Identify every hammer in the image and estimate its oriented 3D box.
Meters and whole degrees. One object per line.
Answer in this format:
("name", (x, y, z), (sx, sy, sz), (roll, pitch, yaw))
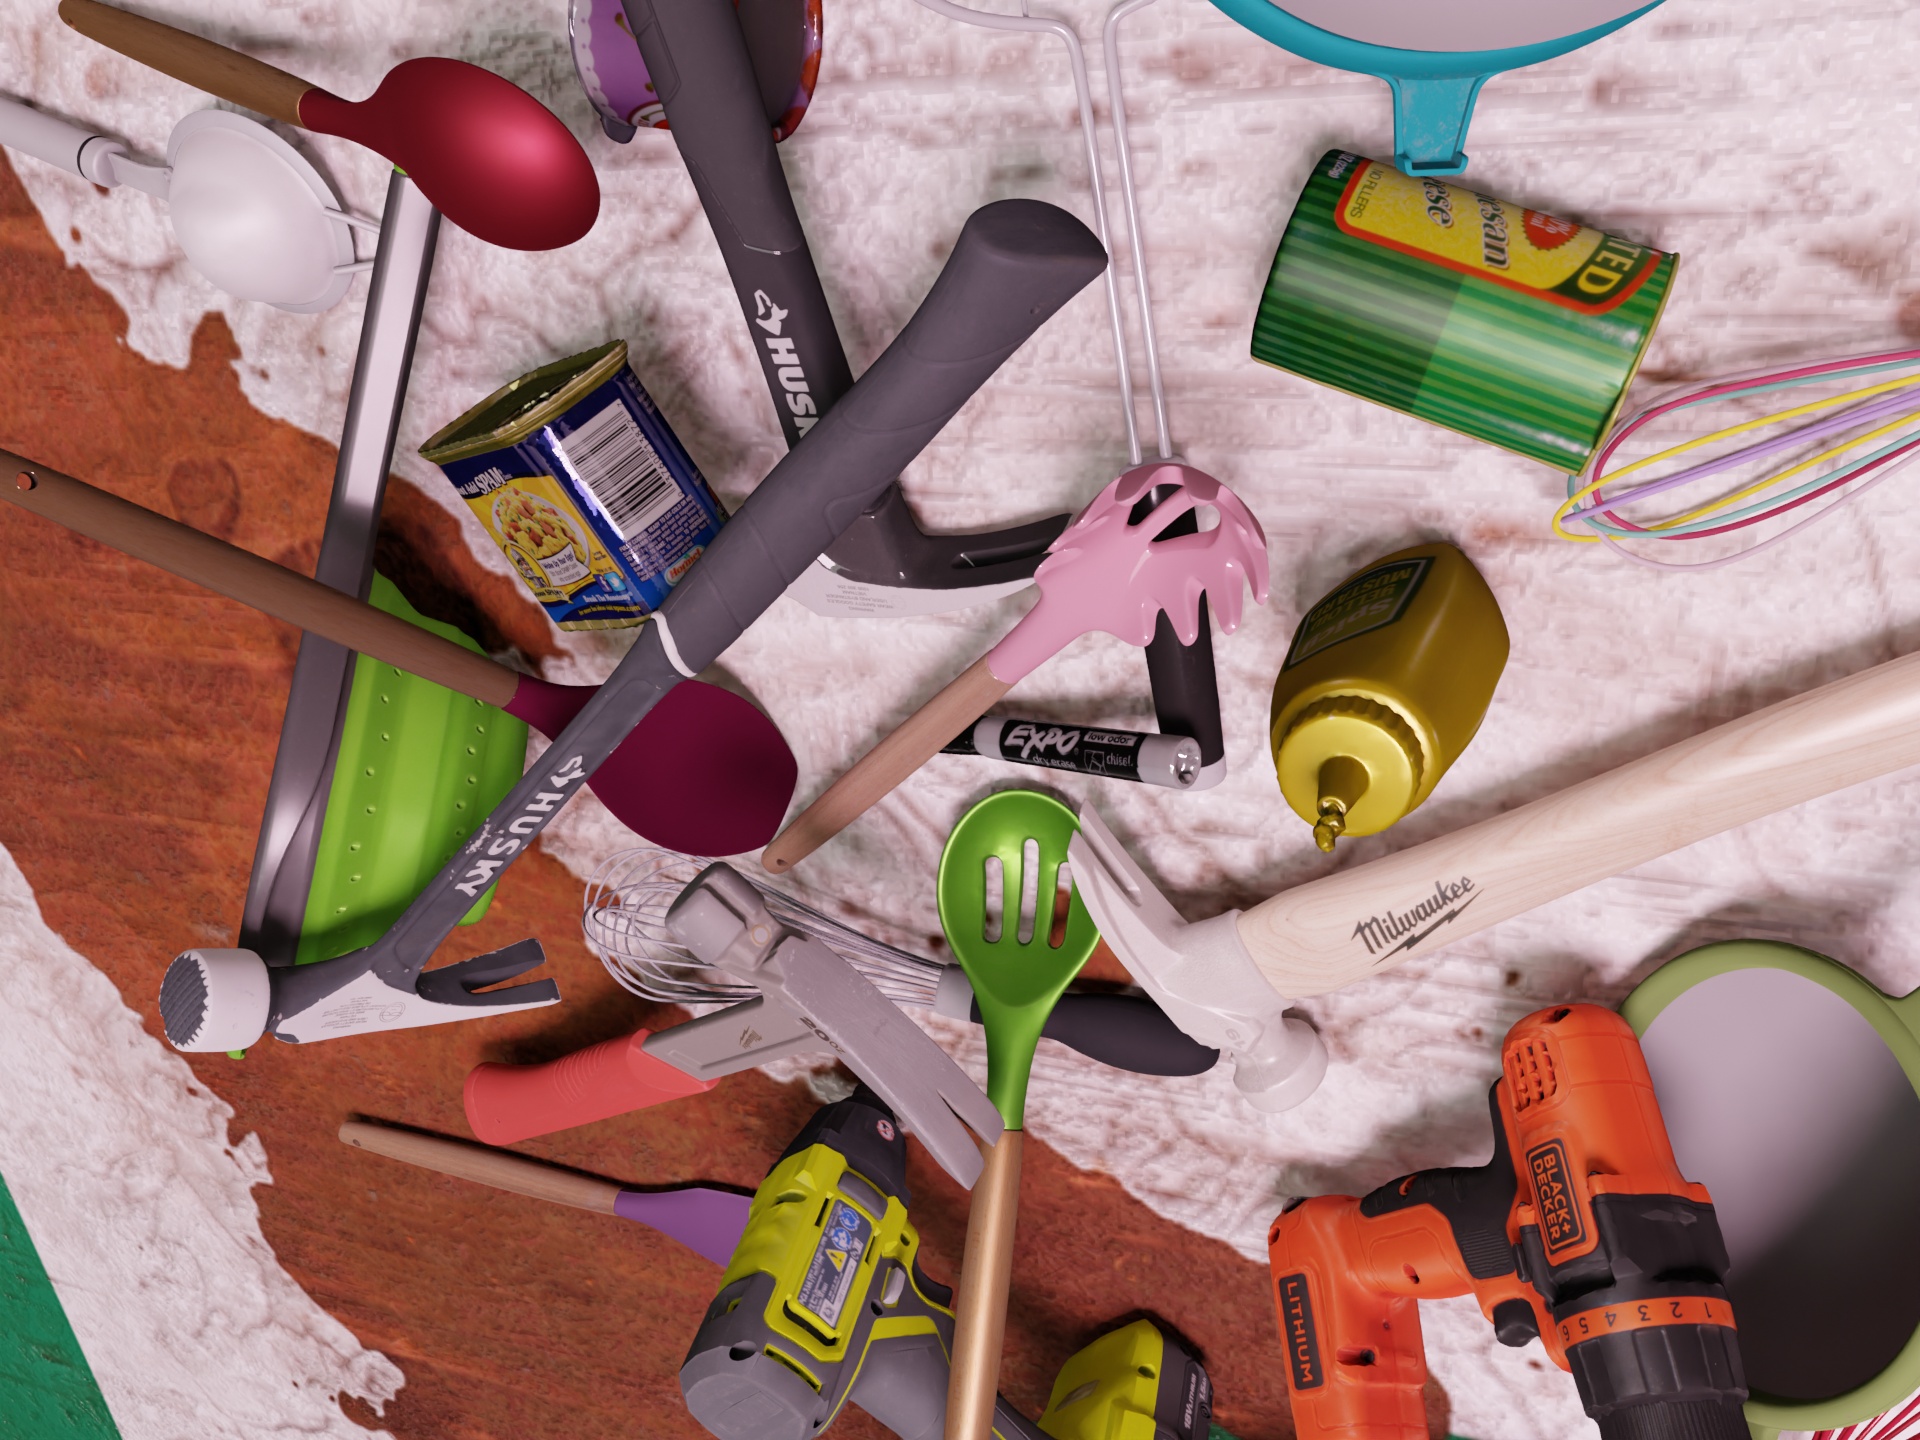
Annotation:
("hammer", (-0.062, -0.162, 0.490), (0.146, 0.035, 0.334), (7, 138, 24))
("hammer", (0.229, 0.017, 0.507), (0.410, 0.038, 0.146), (-27, 114, 31))
("hammer", (-0.102, -0.011, 0.531), (0.409, 0.149, 0.036), (-43, 61, 24))
("hammer", (-0.133, 0.159, 0.696), (0.149, 0.037, 0.359), (46, 143, -13))

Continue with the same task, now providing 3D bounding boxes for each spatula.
("spatula", (-0.203, 0.254, 0.852), (0.316, 0.018, 0.059), (8, 120, 20))

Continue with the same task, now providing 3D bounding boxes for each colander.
("colander", (-0.215, -0.047, 0.650), (0.094, 0.205, 0.397), (11, 108, -21))

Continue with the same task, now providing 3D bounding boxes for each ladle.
("ladle", (-0.240, -0.222, 0.558), (0.316, 0.031, 0.069), (28, 154, 31))

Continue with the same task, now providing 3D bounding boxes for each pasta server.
("pasta server", (-0.001, -0.002, 0.578), (0.060, 0.040, 0.316), (33, 139, -16))

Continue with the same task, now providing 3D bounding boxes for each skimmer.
("skimmer", (0.051, -0.126, 0.489), (0.127, 0.090, 0.363), (-9, 115, 7))

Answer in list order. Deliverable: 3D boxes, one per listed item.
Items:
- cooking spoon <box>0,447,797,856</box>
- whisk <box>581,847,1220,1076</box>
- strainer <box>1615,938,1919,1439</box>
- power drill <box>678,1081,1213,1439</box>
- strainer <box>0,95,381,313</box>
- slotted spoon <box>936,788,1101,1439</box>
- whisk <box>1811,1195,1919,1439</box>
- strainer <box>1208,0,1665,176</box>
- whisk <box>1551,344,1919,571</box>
("cooking spoon", (-0.188, -0.021, 0.582), (0.318, 0.069, 0.017), (27, 170, -37))
("whisk", (-0.031, 0.107, 0.675), (0.284, 0.070, 0.070), (11, 120, 13))
("strainer", (0.299, 0.112, 0.490), (0.069, 0.152, 0.256), (10, 130, -22))
("power drill", (0.001, 0.272, 0.689), (0.223, 0.171, 0.080), (41, 124, -11))
("strainer", (-0.346, -0.224, 0.652), (0.258, 0.050, 0.086), (24, 138, 15))
("slotted spoon", (0.012, 0.184, 0.617), (0.070, 0.031, 0.314), (5, 82, 15))
("whisk", (0.322, 0.262, 0.574), (0.073, 0.073, 0.295), (24, 118, 11))
("strainer", (0.176, -0.276, 0.318), (0.210, 0.095, 0.340), (38, 116, -27))
("whisk", (0.286, -0.096, 0.435), (0.245, 0.051, 0.047), (-19, 128, 27))
